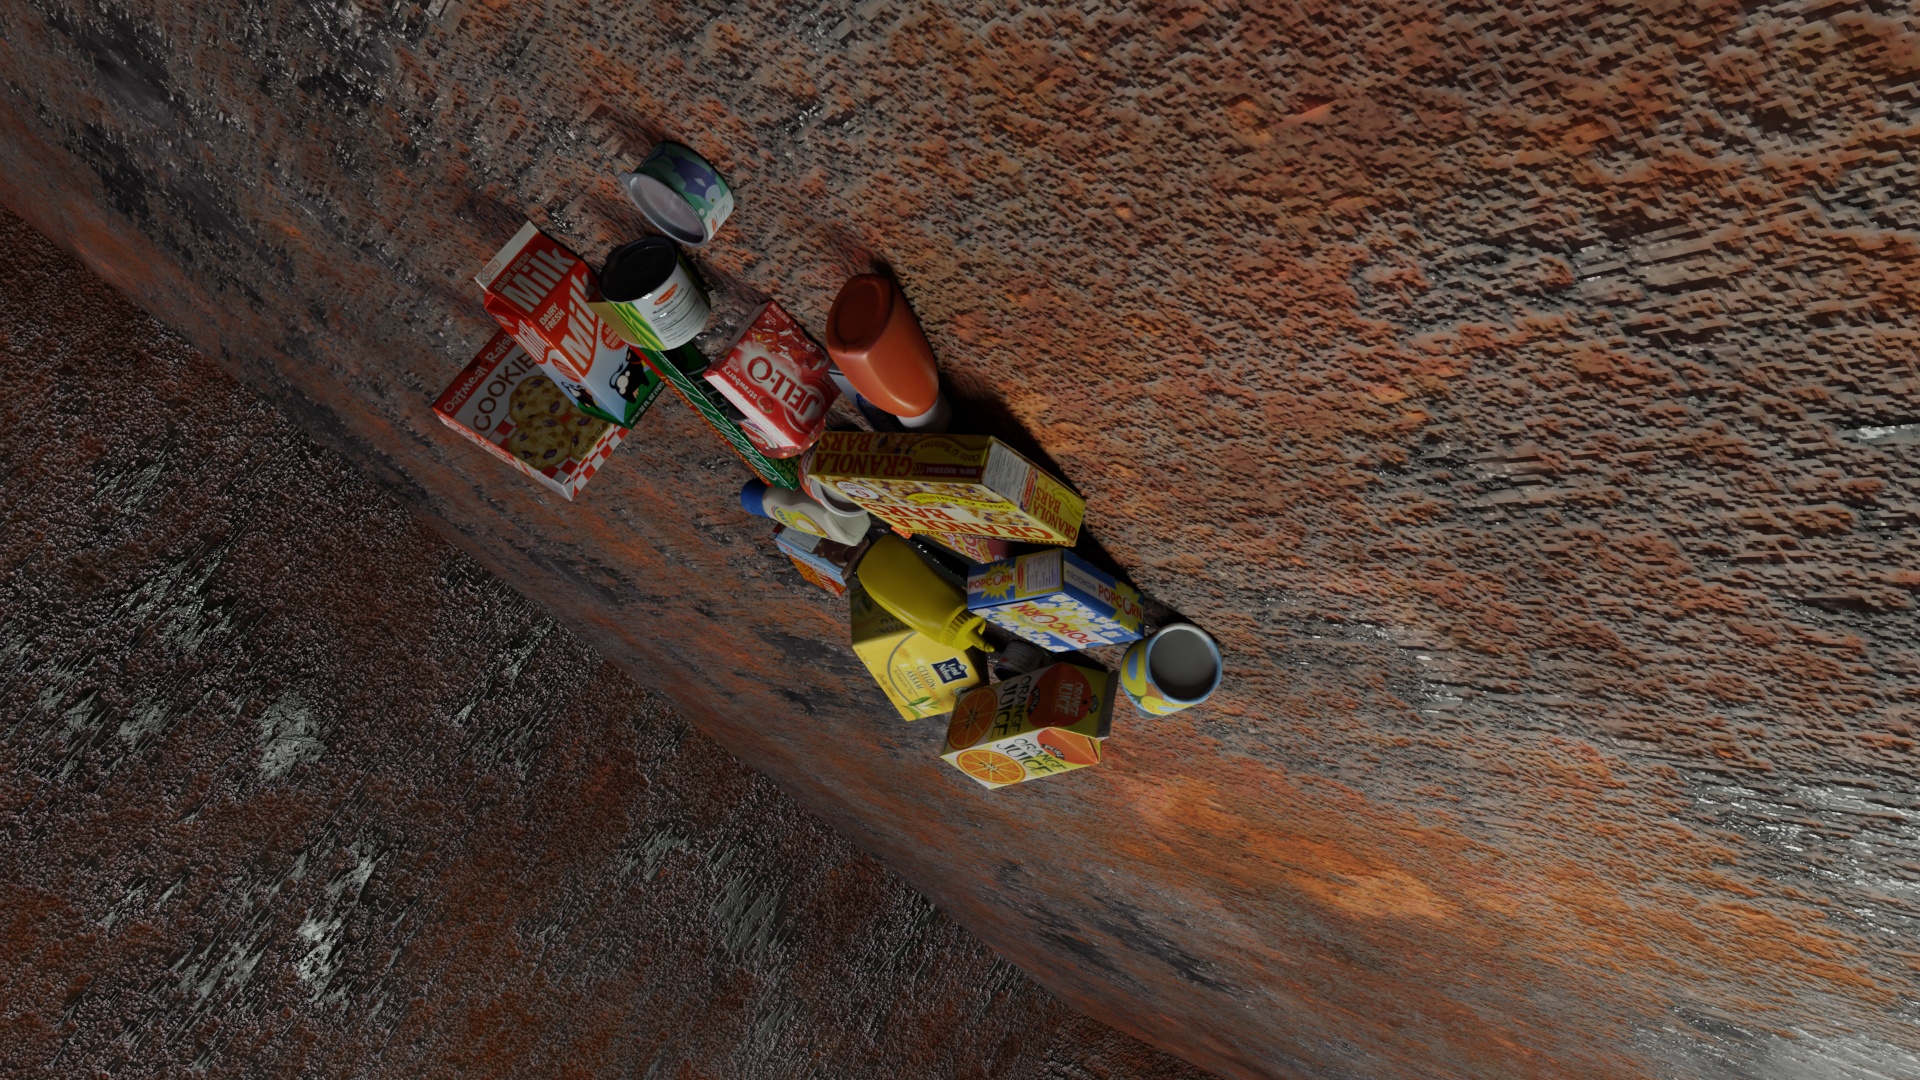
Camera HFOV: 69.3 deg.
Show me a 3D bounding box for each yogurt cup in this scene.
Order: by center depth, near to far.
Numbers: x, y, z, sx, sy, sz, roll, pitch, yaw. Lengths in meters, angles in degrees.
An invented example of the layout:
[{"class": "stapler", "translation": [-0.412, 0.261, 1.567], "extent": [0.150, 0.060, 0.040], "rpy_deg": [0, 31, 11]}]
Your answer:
[{"class": "yogurt cup", "translation": [-0.100, -0.056, 1.157], "extent": [0.072, 0.072, 0.054], "rpy_deg": [44, 166, -27]}]

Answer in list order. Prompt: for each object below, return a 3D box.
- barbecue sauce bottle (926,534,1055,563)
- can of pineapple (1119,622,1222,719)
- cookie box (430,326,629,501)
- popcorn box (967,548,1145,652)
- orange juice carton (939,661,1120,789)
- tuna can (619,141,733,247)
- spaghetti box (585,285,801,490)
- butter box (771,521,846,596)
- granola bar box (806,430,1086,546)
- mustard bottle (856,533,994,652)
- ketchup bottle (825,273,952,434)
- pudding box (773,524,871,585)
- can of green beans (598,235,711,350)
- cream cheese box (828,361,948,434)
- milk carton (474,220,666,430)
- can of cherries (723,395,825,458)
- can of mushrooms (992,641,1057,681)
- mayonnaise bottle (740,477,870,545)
[{"class": "barbecue sauce bottle", "translation": [0.004, -0.014, 1.118], "extent": [0.149, 0.044, 0.064], "rpy_deg": [22, 151, 32]}, {"class": "can of pineapple", "translation": [0.167, 0.104, 1.100], "extent": [0.071, 0.071, 0.057], "rpy_deg": [35, 160, -2]}, {"class": "cookie box", "translation": [-0.423, -0.133, 1.396], "extent": [0.167, 0.123, 0.040], "rpy_deg": [30, 159, 12]}, {"class": "popcorn box", "translation": [0.075, 0.048, 1.065], "extent": [0.085, 0.038, 0.126], "rpy_deg": [-13, 154, 33]}, {"class": "orange juice carton", "translation": [0.075, 0.174, 1.317], "extent": [0.073, 0.072, 0.192], "rpy_deg": [37, 141, -28]}, {"class": "tuna can", "translation": [-0.188, -0.232, 0.925], "extent": [0.071, 0.033, 0.070], "rpy_deg": [29, 160, 12]}, {"class": "spaghetti box", "translation": [-0.226, -0.133, 1.226], "extent": [0.050, 0.029, 0.249], "rpy_deg": [11, 150, 50]}, {"class": "butter box", "translation": [-0.158, 0.017, 1.479], "extent": [0.053, 0.024, 0.103], "rpy_deg": [23, 158, 29]}, {"class": "granola bar box", "translation": [-0.010, -0.039, 1.014], "extent": [0.165, 0.039, 0.124], "rpy_deg": [5, 163, 40]}, {"class": "mustard bottle", "translation": [-0.025, 0.058, 1.261], "extent": [0.160, 0.065, 0.048], "rpy_deg": [39, 180, 31]}, {"class": "ketchup bottle", "translation": [-0.043, -0.115, 0.933], "extent": [0.043, 0.065, 0.148], "rpy_deg": [10, 161, 21]}, {"class": "pudding box", "translation": [-0.136, 0.003, 1.372], "extent": [0.084, 0.050, 0.030], "rpy_deg": [27, 161, 19]}, {"class": "can of green beans", "translation": [-0.230, -0.186, 1.050], "extent": [0.071, 0.071, 0.057], "rpy_deg": [21, 157, 32]}, {"class": "cream cheese box", "translation": [-0.050, -0.097, 1.035], "extent": [0.053, 0.024, 0.103], "rpy_deg": [15, 153, 43]}, {"class": "milk carton", "translation": [-0.342, -0.188, 1.214], "extent": [0.073, 0.072, 0.190], "rpy_deg": [19, 156, 37]}, {"class": "can of cherries", "translation": [-0.148, -0.106, 1.102], "extent": [0.071, 0.072, 0.058], "rpy_deg": [24, 158, 26]}, {"class": "can of mushrooms", "translation": [0.069, 0.132, 1.375], "extent": [0.071, 0.033, 0.070], "rpy_deg": [29, 159, 12]}, {"class": "mayonnaise bottle", "translation": [-0.153, -0.033, 1.327], "extent": [0.148, 0.041, 0.064], "rpy_deg": [13, 153, 45]}]
